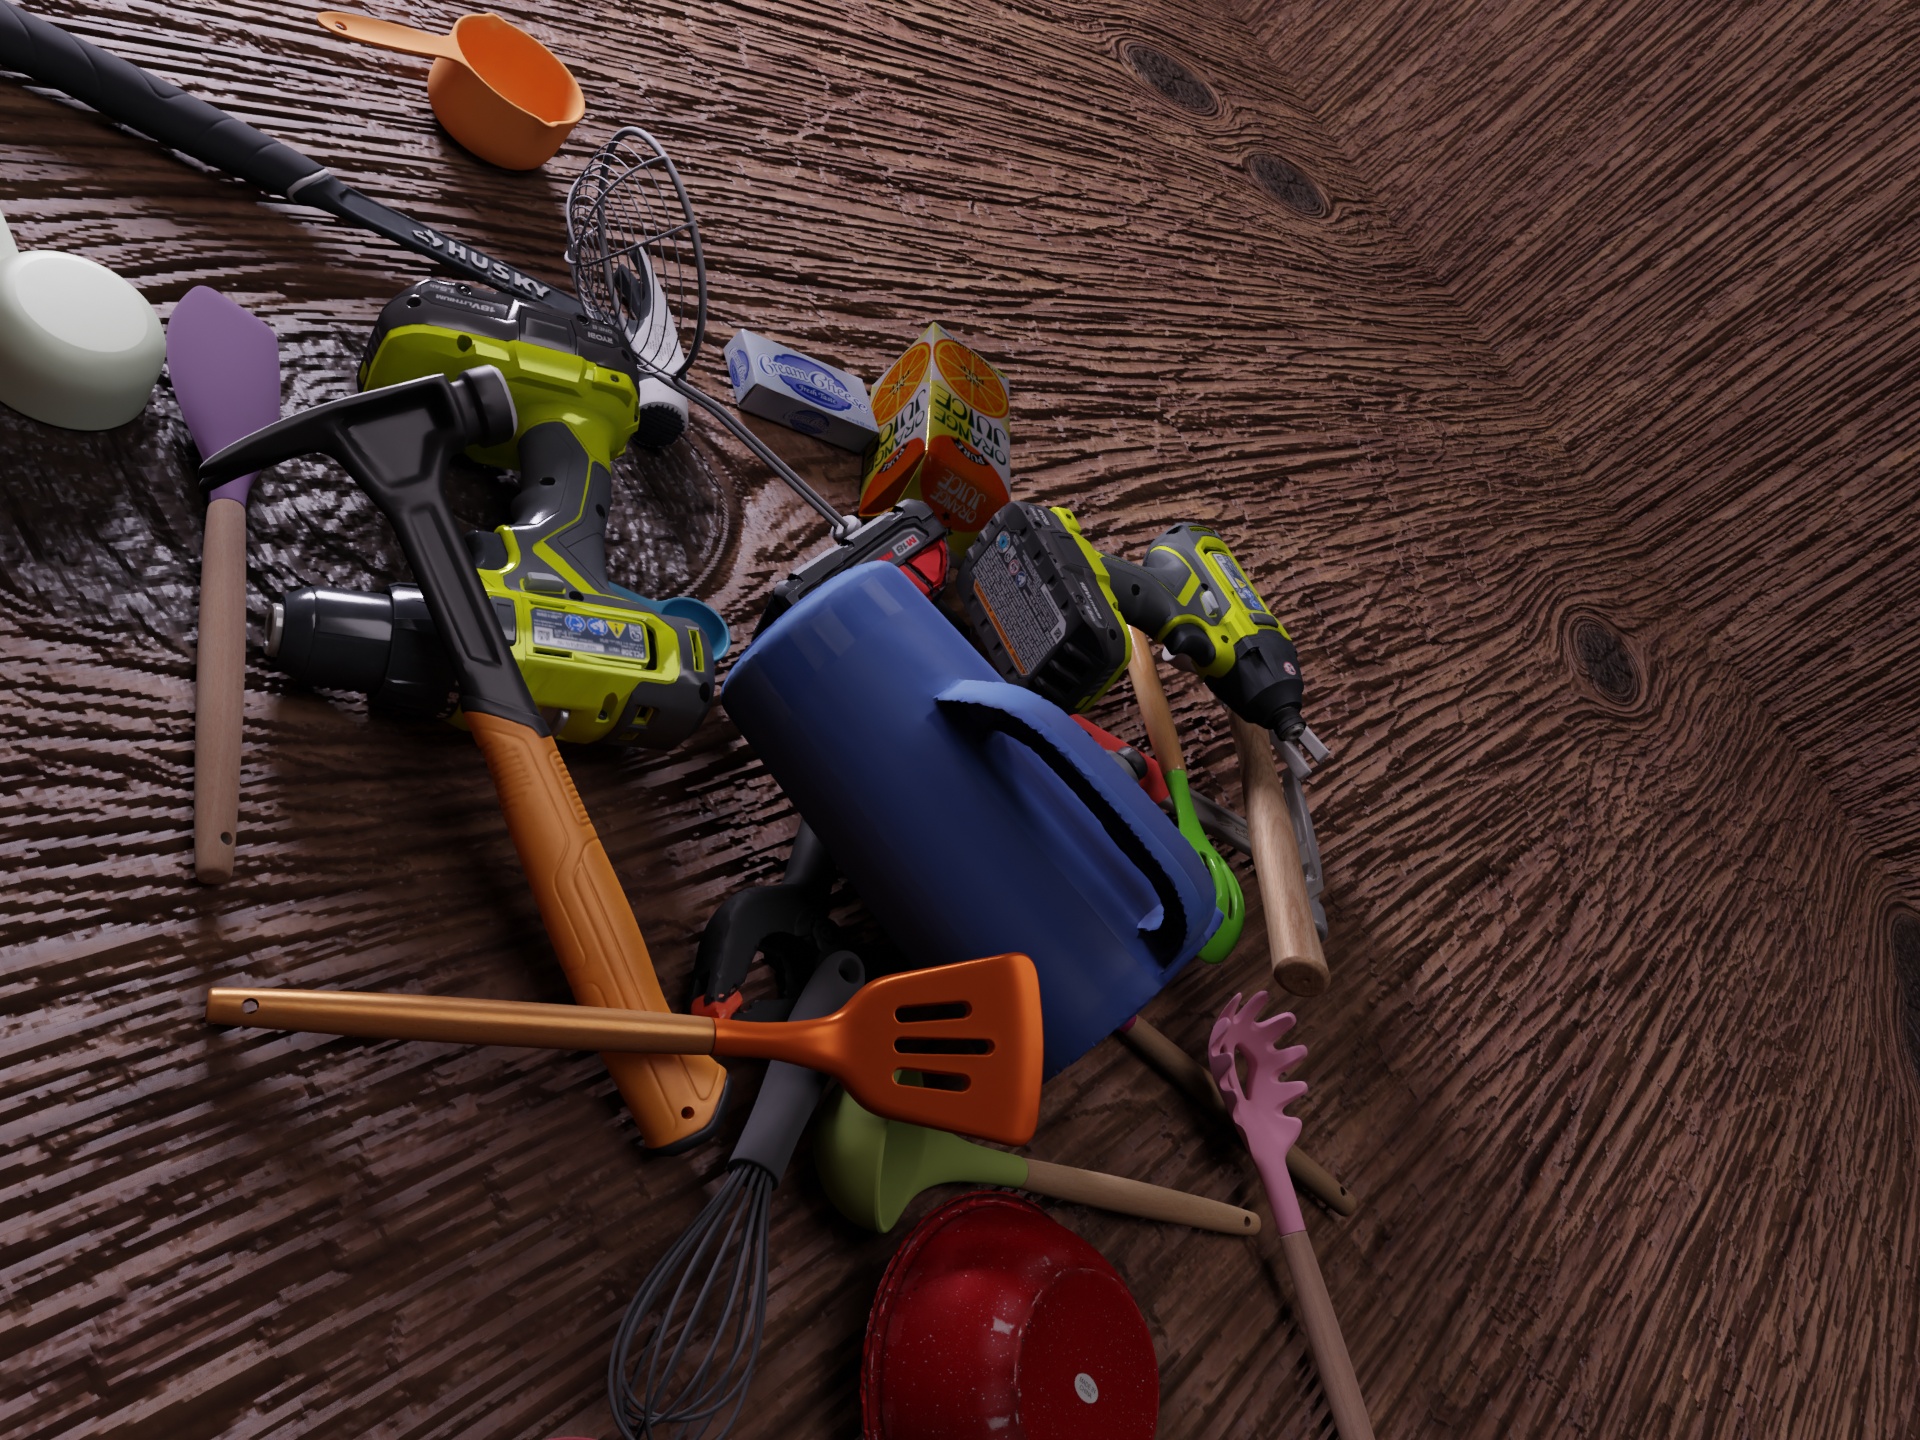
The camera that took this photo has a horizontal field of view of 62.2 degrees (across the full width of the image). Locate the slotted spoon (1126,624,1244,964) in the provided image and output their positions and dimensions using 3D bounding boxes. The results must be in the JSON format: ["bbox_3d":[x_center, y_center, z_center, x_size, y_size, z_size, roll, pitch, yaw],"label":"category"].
[{"bbox_3d":[0.132,0.014,1.033,0.070,0.031,0.314,29,37,-40],"label":"slotted spoon"}]

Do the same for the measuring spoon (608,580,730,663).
[{"bbox_3d":[-0.181,-0.057,0.822,0.128,0.021,0.042,21,46,-23],"label":"measuring spoon"}]

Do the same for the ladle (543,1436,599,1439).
[{"bbox_3d":[-0.212,0.292,0.438,0.315,0.031,0.069,-11,64,-50],"label":"ladle"}]

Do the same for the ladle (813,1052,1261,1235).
[{"bbox_3d":[0.056,0.227,0.781,0.319,0.062,0.078,24,67,-37],"label":"ladle"}]

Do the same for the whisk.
[{"bbox_3d":[-0.081,0.185,0.648,0.055,0.055,0.239,39,41,-15],"label":"whisk"}]

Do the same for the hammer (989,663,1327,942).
[{"bbox_3d":[0.110,0.025,1.052,0.358,0.036,0.149,29,39,-29],"label":"hammer"}]

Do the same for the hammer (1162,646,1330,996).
[{"bbox_3d":[0.202,0.059,1.042,0.130,0.031,0.332,33,29,-18],"label":"hammer"}]

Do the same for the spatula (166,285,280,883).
[{"bbox_3d":[-0.314,-0.071,0.674,0.059,0.018,0.316,34,34,-51],"label":"spatula"}]

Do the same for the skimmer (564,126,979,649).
[{"bbox_3d":[-0.088,-0.171,0.914,0.362,0.127,0.090,43,77,-35],"label":"skimmer"}]

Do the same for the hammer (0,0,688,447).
[{"bbox_3d":[-0.327,-0.280,0.848,0.408,0.036,0.149,21,42,-35],"label":"hammer"}]

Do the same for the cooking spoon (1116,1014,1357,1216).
[{"bbox_3d":[0.115,0.190,0.916,0.318,0.017,0.069,41,36,-12],"label":"cooking spoon"}]

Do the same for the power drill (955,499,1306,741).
[{"bbox_3d":[0.121,-0.060,1.020,0.223,0.080,0.171,3,48,-40],"label":"power drill"}]

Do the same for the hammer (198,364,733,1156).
[{"bbox_3d":[-0.185,0.025,0.653,0.127,0.034,0.337,-24,91,-28],"label":"hammer"}]

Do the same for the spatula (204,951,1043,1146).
[{"bbox_3d":[-0.119,0.121,0.624,0.322,0.041,0.081,9,73,-24],"label":"spatula"}]

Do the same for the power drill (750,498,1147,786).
[{"bbox_3d":[-0.001,-0.003,0.872,0.143,0.078,0.220,-36,86,-24],"label":"power drill"}]

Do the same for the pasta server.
[{"bbox_3d":[0.194,0.304,0.860,0.060,0.040,0.316,4,60,-35],"label":"pasta server"}]

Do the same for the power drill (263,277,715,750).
[{"bbox_3d":[-0.223,-0.095,0.750,0.190,0.080,0.229,8,54,-33],"label":"power drill"}]

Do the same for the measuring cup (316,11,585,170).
[{"bbox_3d":[-0.310,-0.379,0.948,0.173,0.052,0.095,-8,64,-49],"label":"measuring cup"}]

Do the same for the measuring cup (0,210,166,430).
[{"bbox_3d":[-0.402,-0.202,0.682,0.083,0.038,0.168,-19,75,-54],"label":"measuring cup"}]
